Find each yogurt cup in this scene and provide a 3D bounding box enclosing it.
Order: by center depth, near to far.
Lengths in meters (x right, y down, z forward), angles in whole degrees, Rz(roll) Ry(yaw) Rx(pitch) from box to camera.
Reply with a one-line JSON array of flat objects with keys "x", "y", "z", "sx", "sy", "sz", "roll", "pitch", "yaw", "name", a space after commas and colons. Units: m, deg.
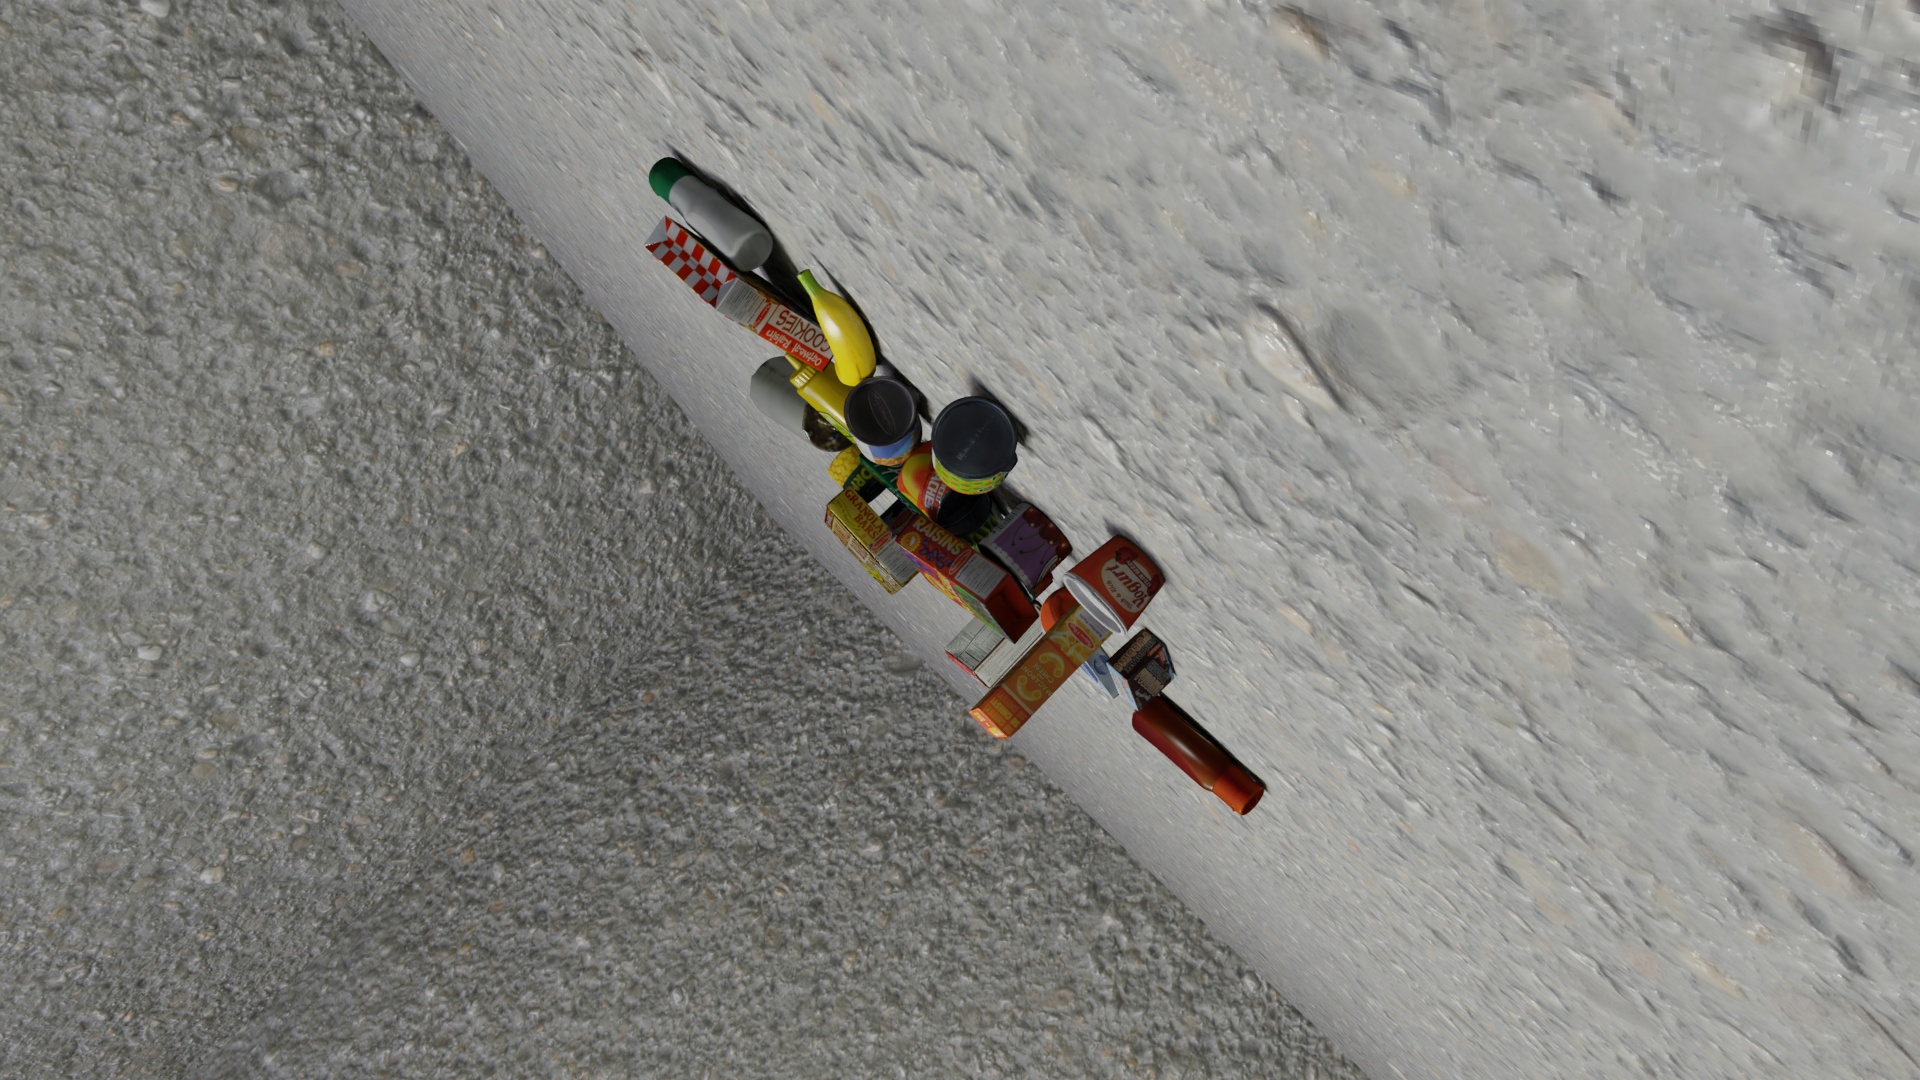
[{"x": 0.122, "y": 0.033, "z": 1.085, "sx": 0.072, "sy": 0.054, "sz": 0.072, "roll": 45, "pitch": 171, "yaw": 9, "name": "yogurt cup"}]

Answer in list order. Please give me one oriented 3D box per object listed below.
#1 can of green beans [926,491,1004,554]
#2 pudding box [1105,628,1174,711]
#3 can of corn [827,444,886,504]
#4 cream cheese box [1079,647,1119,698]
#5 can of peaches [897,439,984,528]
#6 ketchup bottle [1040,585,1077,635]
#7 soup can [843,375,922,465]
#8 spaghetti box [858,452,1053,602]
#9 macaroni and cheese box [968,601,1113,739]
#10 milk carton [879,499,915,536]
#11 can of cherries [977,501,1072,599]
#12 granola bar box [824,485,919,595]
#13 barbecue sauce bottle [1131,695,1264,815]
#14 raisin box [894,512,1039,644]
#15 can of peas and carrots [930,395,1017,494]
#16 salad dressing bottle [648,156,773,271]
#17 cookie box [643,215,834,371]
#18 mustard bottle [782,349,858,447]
[{"x": 0.007, "y": -0.018, "z": 1.361, "sx": 0.071, "sy": 0.071, "sz": 0.057, "roll": 40, "pitch": 170, "yaw": 33, "name": "can of green beans"}, {"x": 0.168, "y": 0.120, "z": 1.288, "sx": 0.030, "sy": 0.050, "sz": 0.083, "roll": 43, "pitch": 170, "yaw": 29, "name": "pudding box"}, {"x": -0.116, "y": -0.083, "z": 1.650, "sx": 0.058, "sy": 0.071, "sz": 0.071, "roll": 45, "pitch": 171, "yaw": 7, "name": "can of corn"}, {"x": 0.142, "y": 0.128, "z": 1.540, "sx": 0.103, "sy": 0.024, "sz": 0.053, "roll": 52, "pitch": 171, "yaw": -36, "name": "cream cheese box"}, {"x": -0.018, "y": -0.055, "z": 1.307, "sx": 0.058, "sy": 0.071, "sz": 0.071, "roll": 43, "pitch": 171, "yaw": 24, "name": "can of peaches"}, {"x": 0.108, "y": 0.082, "z": 1.418, "sx": 0.065, "sy": 0.043, "sz": 0.148, "roll": 46, "pitch": 172, "yaw": 2, "name": "ketchup bottle"}, {"x": -0.068, "y": -0.111, "z": 1.289, "sx": 0.071, "sy": 0.071, "sz": 0.083, "roll": 45, "pitch": 175, "yaw": 9, "name": "soup can"}, {"x": -0.009, "y": -0.025, "z": 1.463, "sx": 0.250, "sy": 0.050, "sz": 0.028, "roll": 43, "pitch": 169, "yaw": 21, "name": "spaghetti box"}, {"x": 0.083, "y": 0.104, "z": 1.223, "sx": 0.040, "sy": 0.167, "sz": 0.123, "roll": 45, "pitch": 171, "yaw": 4, "name": "macaroni and cheese box"}, {"x": -0.027, "y": -0.007, "z": 1.557, "sx": 0.073, "sy": 0.072, "sz": 0.190, "roll": 49, "pitch": 171, "yaw": -18, "name": "milk carton"}, {"x": 0.060, "y": 0.009, "z": 1.259, "sx": 0.071, "sy": 0.058, "sz": 0.071, "roll": 44, "pitch": 170, "yaw": 10, "name": "can of cherries"}, {"x": -0.102, "y": 0.003, "z": 1.593, "sx": 0.124, "sy": 0.039, "sz": 0.165, "roll": 48, "pitch": 172, "yaw": 0, "name": "granola bar box"}, {"x": 0.243, "y": 0.221, "z": 1.423, "sx": 0.149, "sy": 0.044, "sz": 0.064, "roll": 40, "pitch": 170, "yaw": 31, "name": "barbecue sauce bottle"}, {"x": 0.006, "y": 0.034, "z": 1.274, "sx": 0.123, "sy": 0.040, "sz": 0.086, "roll": 34, "pitch": 169, "yaw": 36, "name": "raisin box"}, {"x": 0.012, "y": -0.072, "z": 1.084, "sx": 0.071, "sy": 0.071, "sz": 0.058, "roll": 45, "pitch": 172, "yaw": 7, "name": "can of peas and carrots"}, {"x": -0.231, "y": -0.300, "z": 1.267, "sx": 0.148, "sy": 0.044, "sz": 0.064, "roll": 42, "pitch": 175, "yaw": 29, "name": "salad dressing bottle"}, {"x": -0.203, "y": -0.230, "z": 1.312, "sx": 0.123, "sy": 0.040, "sz": 0.167, "roll": 41, "pitch": -171, "yaw": 31, "name": "cookie box"}, {"x": -0.125, "y": -0.145, "z": 1.415, "sx": 0.160, "sy": 0.049, "sz": 0.065, "roll": 41, "pitch": 173, "yaw": -18, "name": "mustard bottle"}]
